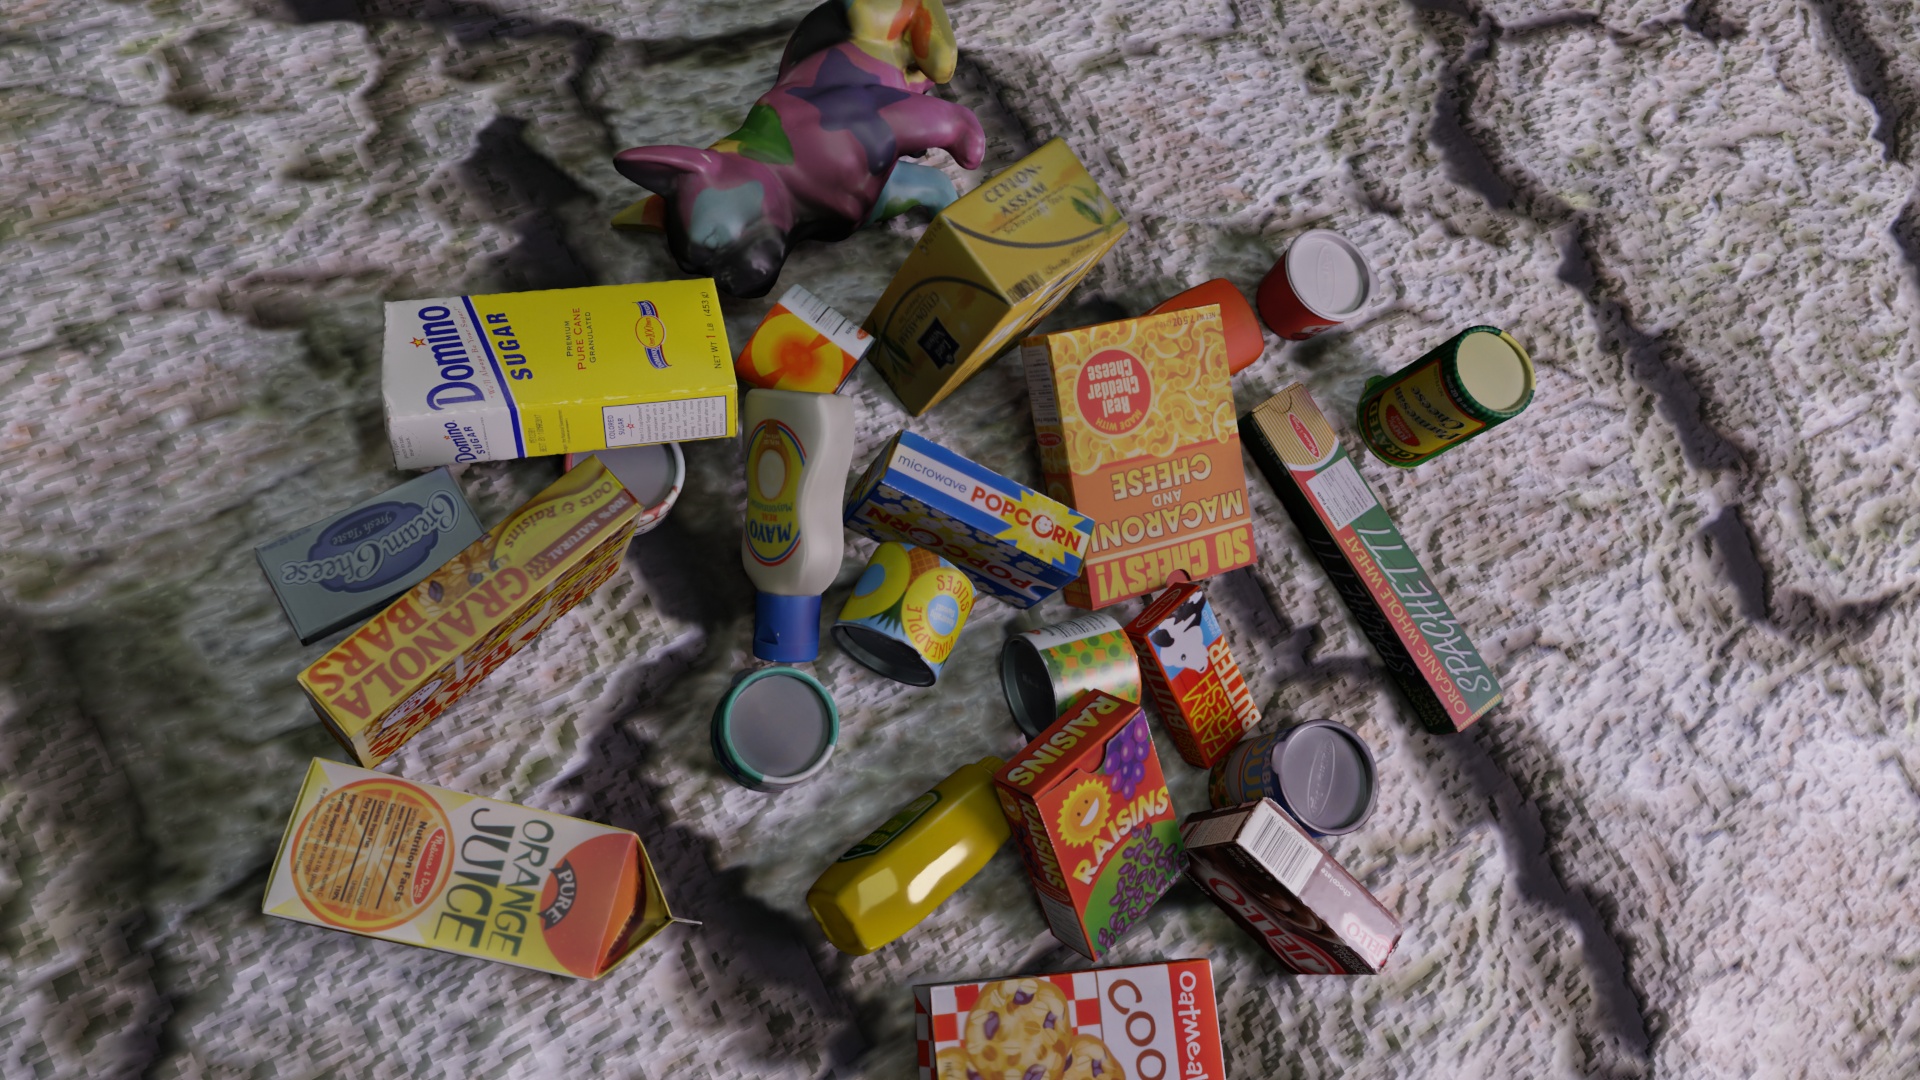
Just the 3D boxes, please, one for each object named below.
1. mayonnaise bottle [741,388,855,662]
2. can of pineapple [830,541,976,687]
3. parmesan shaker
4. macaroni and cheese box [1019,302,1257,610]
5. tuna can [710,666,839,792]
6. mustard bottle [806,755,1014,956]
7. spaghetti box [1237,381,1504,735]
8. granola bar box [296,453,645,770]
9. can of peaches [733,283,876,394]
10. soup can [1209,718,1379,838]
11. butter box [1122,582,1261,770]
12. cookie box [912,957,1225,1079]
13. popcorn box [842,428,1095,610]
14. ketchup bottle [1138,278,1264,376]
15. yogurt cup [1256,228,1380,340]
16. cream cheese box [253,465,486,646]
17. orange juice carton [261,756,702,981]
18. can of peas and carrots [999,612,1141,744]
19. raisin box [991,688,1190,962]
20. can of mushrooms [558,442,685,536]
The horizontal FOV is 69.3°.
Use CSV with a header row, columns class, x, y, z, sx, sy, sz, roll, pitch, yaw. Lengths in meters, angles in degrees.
class,x,y,z,sx,sy,sz,roll,pitch,yaw
mayonnaise bottle,-0.092,-0.008,0.765,0.041,0.065,0.148,-3,98,-55
can of pineapple,-0.030,0.042,0.783,0.071,0.070,0.058,31,66,-9
parmesan shaker,0.324,-0.098,0.936,0.071,0.102,0.071,6,72,-18
macaroni and cheese box,0.111,-0.053,0.851,0.124,0.040,0.166,-14,99,-23
tuna can,-0.102,0.101,0.759,0.071,0.032,0.071,6,72,-19
mustard bottle,-0.009,0.161,0.760,0.161,0.065,0.049,-34,94,-32
spaghetti box,0.270,0.012,0.923,0.050,0.028,0.250,-30,85,-25
granola bar box,-0.237,0.037,0.679,0.039,0.123,0.166,48,65,-1
can of peaches,-0.093,-0.105,0.809,0.058,0.071,0.071,36,66,-7
soup can,0.194,0.144,0.824,0.071,0.083,0.071,6,72,-18
butter box,0.140,0.082,0.837,0.053,0.024,0.103,-37,112,-26
cookie box,0.062,0.298,0.754,0.168,0.040,0.123,0,74,-19
popcorn box,0.003,-0.010,0.802,0.127,0.085,0.038,25,66,-11
ketchup bottle,0.126,-0.118,0.903,0.149,0.043,0.065,-27,86,-25
yogurt cup,0.241,-0.173,0.956,0.072,0.053,0.072,6,72,-18
cream cheese box,-0.302,0.007,0.720,0.104,0.024,0.053,-29,86,-25
orange juice carton,-0.223,0.166,0.673,0.193,0.071,0.073,17,69,-14
can of peas and carrots,0.064,0.082,0.808,0.059,0.070,0.071,-13,79,-23
raisin box,0.074,0.157,0.767,0.086,0.040,0.123,-36,122,-28
can of mushrooms,-0.189,-0.036,0.769,0.071,0.033,0.071,6,72,-19
